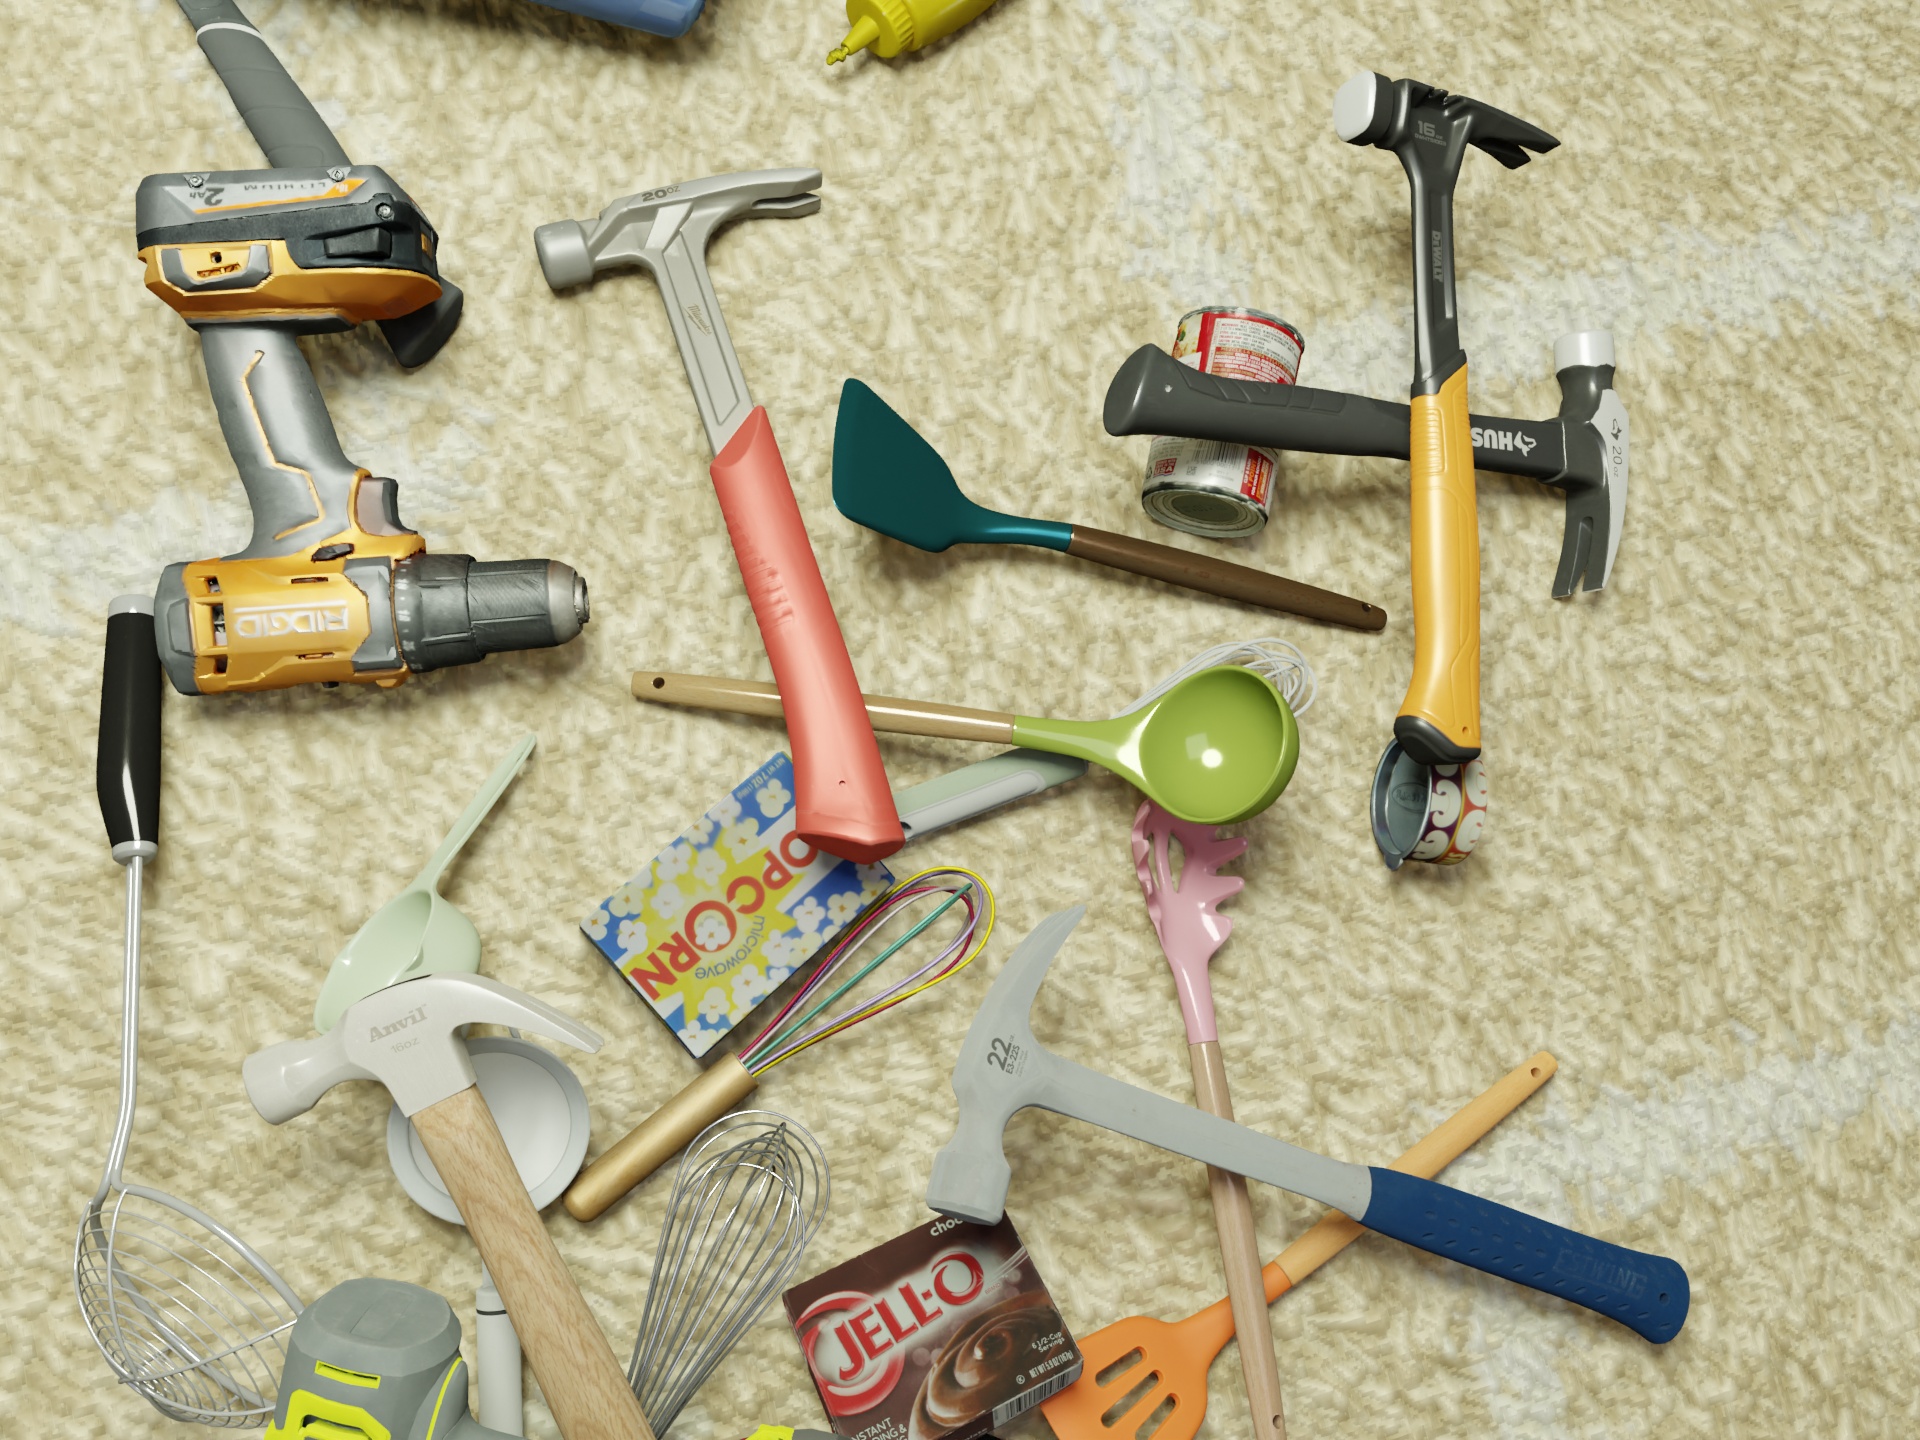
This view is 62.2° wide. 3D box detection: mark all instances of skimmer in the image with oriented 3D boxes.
[{"bbox_3d":[-0.332,0.119,0.696,0.090,0.127,0.363,11,62,-45],"label":"skimmer"}]

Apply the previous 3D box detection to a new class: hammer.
[{"bbox_3d":[0.218,-0.143,0.812,0.334,0.035,0.146,1,85,-28],"label":"hammer"},{"bbox_3d":[-0.087,-0.105,0.760,0.149,0.036,0.359,-16,73,-12],"label":"hammer"},{"bbox_3d":[0.243,-0.146,0.788,0.127,0.034,0.337,4,83,-27],"label":"hammer"},{"bbox_3d":[-0.163,0.258,0.662,0.130,0.031,0.331,-26,94,-6],"label":"hammer"},{"bbox_3d":[-0.373,-0.348,0.778,0.149,0.036,0.409,-34,89,-13],"label":"hammer"},{"bbox_3d":[0.181,0.213,0.749,0.405,0.035,0.144,23,67,-18],"label":"hammer"}]

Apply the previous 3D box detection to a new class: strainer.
[{"bbox_3d":[-0.208,0.249,0.710,0.087,0.050,0.258,-1,87,-15],"label":"strainer"}]

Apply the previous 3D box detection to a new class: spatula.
[{"bbox_3d":[0.179,0.258,0.783,0.322,0.041,0.081,-32,72,-16],"label":"spatula"},{"bbox_3d":[0.082,-0.091,0.807,0.317,0.044,0.082,12,58,-16],"label":"spatula"}]

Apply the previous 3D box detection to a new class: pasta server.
[{"bbox_3d":[0.126,0.182,0.766,0.060,0.040,0.316,1,71,-25],"label":"pasta server"}]

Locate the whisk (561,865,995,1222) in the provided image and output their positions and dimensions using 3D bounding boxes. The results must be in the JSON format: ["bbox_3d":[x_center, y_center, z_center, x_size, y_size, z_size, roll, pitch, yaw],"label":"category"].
[{"bbox_3d":[-0.082,0.152,0.749,0.245,0.051,0.047,-38,95,-11],"label":"whisk"}]

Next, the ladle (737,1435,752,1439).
[{"bbox_3d":[0.032,0.401,0.734,0.315,0.031,0.069,24,111,-10],"label":"ladle"}]

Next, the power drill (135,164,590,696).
[{"bbox_3d":[-0.270,-0.127,0.721,0.185,0.084,0.226,-4,93,-5],"label":"power drill"}]

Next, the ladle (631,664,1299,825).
[{"bbox_3d":[-0.001,-0.002,0.756,0.320,0.062,0.078,7,73,3],"label":"ladle"}]

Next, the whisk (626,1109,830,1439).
[{"bbox_3d":[-0.142,0.308,0.707,0.070,0.070,0.285,27,81,-6],"label":"whisk"}]

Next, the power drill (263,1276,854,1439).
[{"bbox_3d":[-0.164,0.335,0.612,0.228,0.080,0.190,13,96,1],"label":"power drill"}]

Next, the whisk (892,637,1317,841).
[{"bbox_3d":[0.066,0.014,0.800,0.246,0.057,0.059,-20,42,-9],"label":"whisk"}]

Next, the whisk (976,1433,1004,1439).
[{"bbox_3d":[0.105,0.382,0.741,0.296,0.073,0.073,19,78,-1],"label":"whisk"}]

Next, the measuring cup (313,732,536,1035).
[{"bbox_3d":[-0.229,0.080,0.729,0.038,0.083,0.168,46,54,-29],"label":"measuring cup"}]
